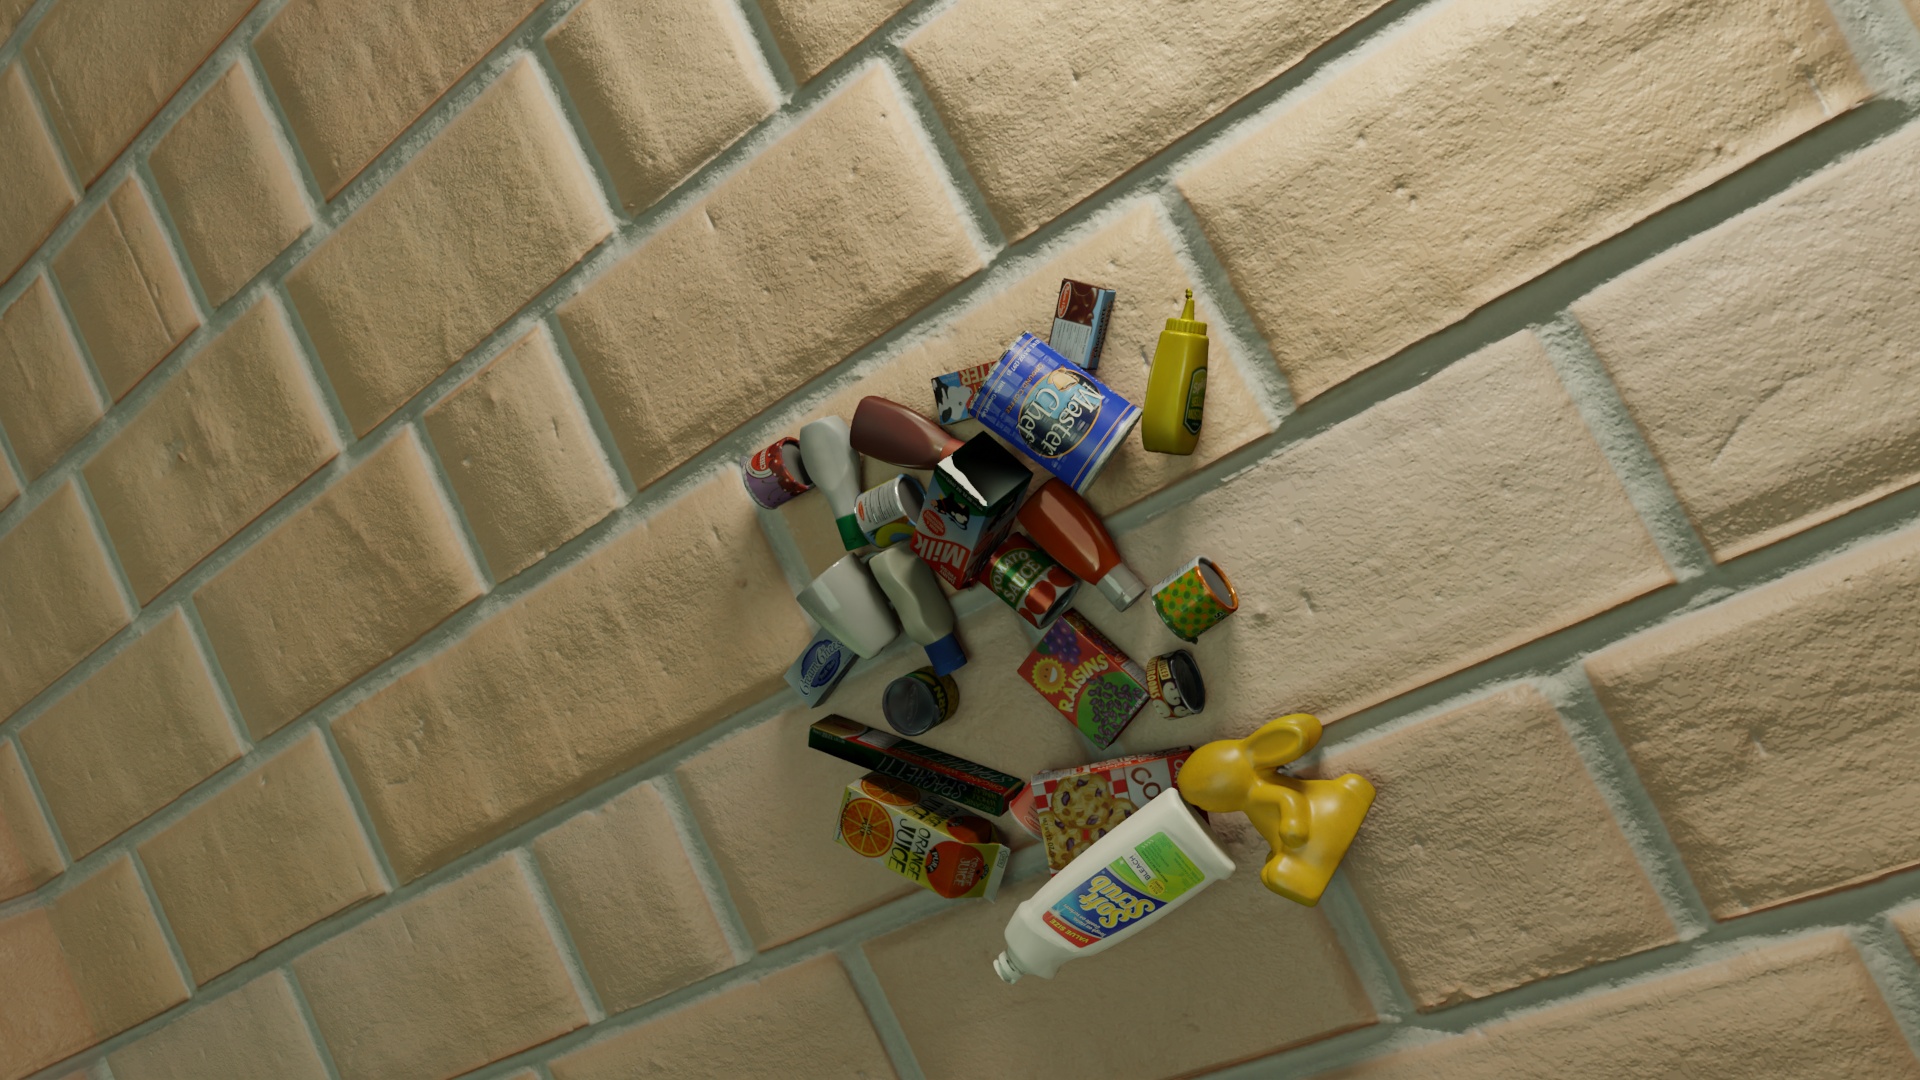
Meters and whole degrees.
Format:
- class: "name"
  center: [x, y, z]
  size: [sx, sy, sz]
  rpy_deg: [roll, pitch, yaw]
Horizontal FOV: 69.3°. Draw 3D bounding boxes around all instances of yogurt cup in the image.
- class: "yogurt cup"
  center: [0.093, 0.278, 1.462]
  size: [0.072, 0.072, 0.053]
  rpy_deg: [38, 105, 17]

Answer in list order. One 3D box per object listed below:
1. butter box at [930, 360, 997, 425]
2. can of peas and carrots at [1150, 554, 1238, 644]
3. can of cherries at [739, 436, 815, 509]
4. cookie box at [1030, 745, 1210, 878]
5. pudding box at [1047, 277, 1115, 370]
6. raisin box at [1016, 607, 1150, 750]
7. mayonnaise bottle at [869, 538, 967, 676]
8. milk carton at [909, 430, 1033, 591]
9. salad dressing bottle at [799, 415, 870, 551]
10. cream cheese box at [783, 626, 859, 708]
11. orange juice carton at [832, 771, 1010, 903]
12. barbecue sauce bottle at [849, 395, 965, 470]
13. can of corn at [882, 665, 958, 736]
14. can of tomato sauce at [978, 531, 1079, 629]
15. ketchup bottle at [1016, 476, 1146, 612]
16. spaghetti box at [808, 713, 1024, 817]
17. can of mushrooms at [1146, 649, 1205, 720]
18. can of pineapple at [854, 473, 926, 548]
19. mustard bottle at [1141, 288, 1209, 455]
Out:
- class: "butter box"
  center: [0.023, -0.157, 1.453]
  size: [0.103, 0.024, 0.053]
  rpy_deg: [-13, 92, 28]
- class: "can of peas and carrots"
  center: [0.230, 0.058, 1.356]
  size: [0.058, 0.071, 0.071]
  rpy_deg: [-39, 80, 26]
- class: "can of cherries"
  center: [-0.203, -0.077, 1.554]
  size: [0.058, 0.072, 0.071]
  rpy_deg: [-25, 86, 28]
- class: "cookie box"
  center: [0.166, 0.285, 1.405]
  size: [0.167, 0.040, 0.123]
  rpy_deg: [-12, 93, 5]
- class: "pudding box"
  center: [0.120, -0.216, 1.390]
  size: [0.050, 0.030, 0.083]
  rpy_deg: [19, 106, 25]
- class: "raisin box"
  center: [0.132, 0.142, 1.434]
  size: [0.123, 0.040, 0.085]
  rpy_deg: [42, 114, 14]
- class: "mayonnaise bottle"
  center: [-0.042, 0.074, 1.501]
  size: [0.041, 0.065, 0.148]
  rpy_deg: [-28, 89, 39]
- class: "milk carton"
  center: [0.005, -0.018, 1.431]
  size: [0.072, 0.074, 0.189]
  rpy_deg: [42, 147, 14]
- class: "salad dressing bottle"
  center: [-0.133, -0.063, 1.536]
  size: [0.064, 0.044, 0.147]
  rpy_deg: [-18, 90, 26]
- class: "cream cheese box"
  center: [-0.155, 0.138, 1.588]
  size: [0.053, 0.024, 0.103]
  rpy_deg: [45, 114, 16]
- class: "orange juice carton"
  center: [-0.037, 0.329, 1.529]
  size: [0.193, 0.073, 0.071]
  rpy_deg: [22, 107, 22]
- class: "barbecue sauce bottle"
  center: [-0.045, -0.104, 1.485]
  size: [0.149, 0.044, 0.064]
  rpy_deg: [22, 108, 22]
- class: "can of corn"
  center: [-0.041, 0.175, 1.516]
  size: [0.071, 0.058, 0.071]
  rpy_deg: [4, 100, 26]
- class: "can of tomato sauce"
  center: [0.070, 0.042, 1.432]
  size: [0.083, 0.071, 0.071]
  rpy_deg: [40, 113, 16]
- class: "ketchup bottle"
  center: [0.126, 0.007, 1.414]
  size: [0.149, 0.044, 0.064]
  rpy_deg: [49, 117, 12]
- class: "spaghetti box"
  center: [-0.052, 0.247, 1.537]
  size: [0.250, 0.050, 0.028]
  rpy_deg: [16, 107, 24]
- class: "can of mushrooms"
  center: [0.212, 0.142, 1.375]
  size: [0.033, 0.071, 0.071]
  rpy_deg: [-19, 89, 30]
- class: "can of pineapple"
  center: [-0.071, -0.032, 1.498]
  size: [0.057, 0.071, 0.071]
  rpy_deg: [-24, 87, 28]
- class: "mustard bottle"
  center: [0.211, -0.162, 1.335]
  size: [0.049, 0.065, 0.160]
  rpy_deg: [11, 99, 29]
